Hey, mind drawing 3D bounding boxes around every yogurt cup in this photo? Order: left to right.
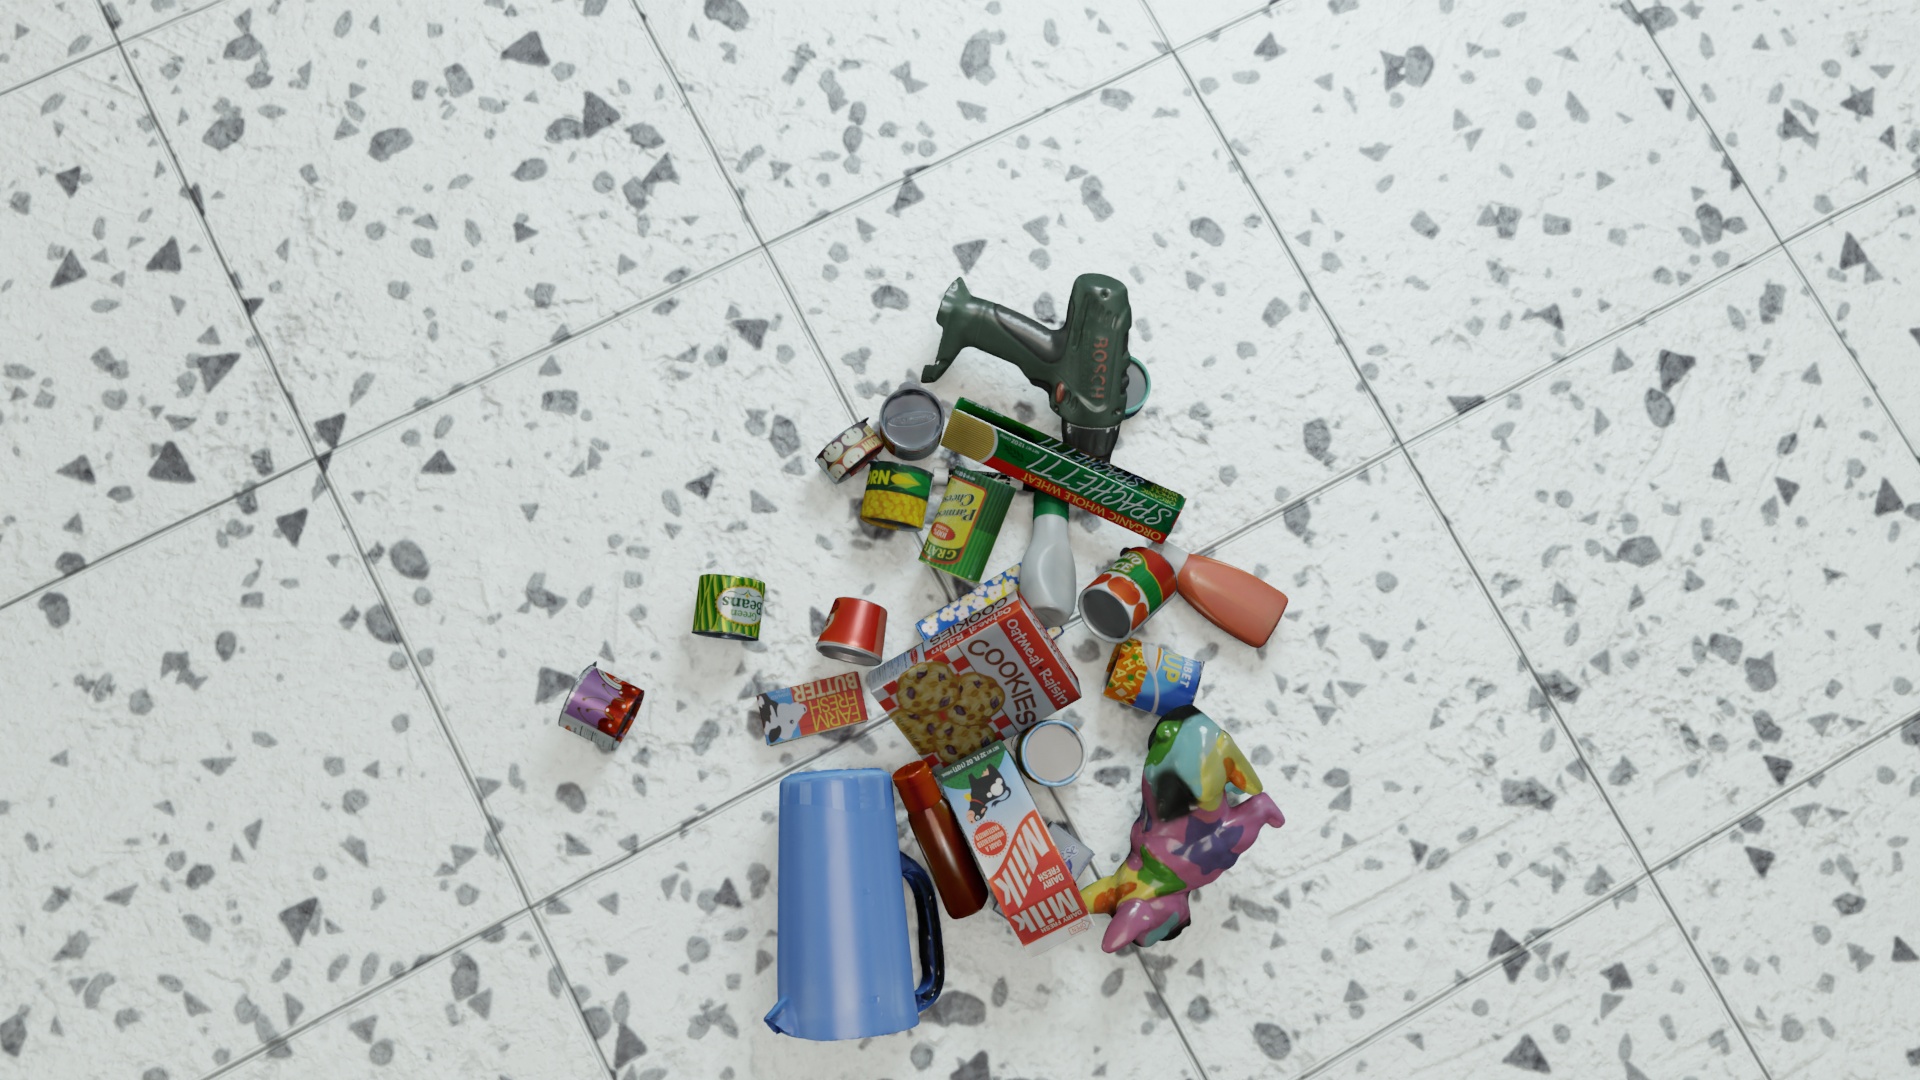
[{"bbox_3d":[-0.104,0.089,1.374,0.072,0.072,0.054,14,73,-1],"label":"yogurt cup"}]

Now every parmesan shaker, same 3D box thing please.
[{"bbox_3d":[0.005,-0.017,1.388,0.071,0.071,0.103,21,92,0],"label":"parmesan shaker"}]

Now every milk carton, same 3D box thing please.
[{"bbox_3d":[0.054,0.294,1.322,0.072,0.073,0.191,-27,71,-1],"label":"milk carton"}]

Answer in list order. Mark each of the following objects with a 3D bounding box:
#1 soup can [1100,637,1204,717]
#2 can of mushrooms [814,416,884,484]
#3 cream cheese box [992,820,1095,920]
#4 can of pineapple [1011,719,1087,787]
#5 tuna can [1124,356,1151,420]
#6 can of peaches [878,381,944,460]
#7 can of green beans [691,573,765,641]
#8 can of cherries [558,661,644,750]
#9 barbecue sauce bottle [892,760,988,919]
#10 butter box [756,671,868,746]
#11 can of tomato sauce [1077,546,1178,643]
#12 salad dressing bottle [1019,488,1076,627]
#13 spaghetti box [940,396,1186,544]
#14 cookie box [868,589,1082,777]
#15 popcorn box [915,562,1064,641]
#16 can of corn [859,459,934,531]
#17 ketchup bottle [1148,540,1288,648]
[{"bbox_3d":[0.191,0.136,1.381,0.084,0.071,0.071,20,80,0],"label":"soup can"},{"bbox_3d":[-0.110,-0.090,1.400,0.071,0.071,0.033,-39,86,-8],"label":"can of mushrooms"},{"bbox_3d":[0.082,0.334,1.364,0.053,0.024,0.104,35,80,4],"label":"cream cheese box"},{"bbox_3d":[0.087,0.209,1.368,0.071,0.058,0.071,0,81,-3],"label":"can of pineapple"},{"bbox_3d":[0.166,-0.160,1.446,0.071,0.033,0.071,0,81,-3],"label":"tuna can"},{"bbox_3d":[-0.050,-0.120,1.414,0.071,0.058,0.071,0,81,-3],"label":"can of peaches"},{"bbox_3d":[-0.228,0.066,1.368,0.071,0.071,0.058,6,80,-2],"label":"can of green beans"},{"bbox_3d":[-0.346,0.160,1.345,0.058,0.071,0.071,25,81,1],"label":"can of cherries"},{"bbox_3d":[-0.020,0.283,1.328,0.043,0.065,0.148,-22,100,6],"label":"barbecue sauce bottle"},{"bbox_3d":[-0.146,0.166,1.378,0.103,0.024,0.053,-14,83,-5],"label":"butter box"},{"bbox_3d":[0.164,0.052,1.377,0.071,0.071,0.083,49,50,5],"label":"can of tomato sauce"},{"bbox_3d":[0.088,0.014,1.382,0.064,0.044,0.148,35,46,-36],"label":"salad dressing bottle"},{"bbox_3d":[0.102,-0.070,1.385,0.250,0.049,0.029,24,40,3],"label":"spaghetti box"},{"bbox_3d":[0.015,0.138,1.336,0.167,0.040,0.122,-30,117,8],"label":"cookie box"},{"bbox_3d":[0.029,0.089,1.394,0.127,0.038,0.085,-30,85,-8],"label":"popcorn box"},{"bbox_3d":[-0.066,-0.044,1.395,0.071,0.071,0.058,11,81,-2],"label":"can of corn"},{"bbox_3d":[0.255,0.047,1.412,0.149,0.043,0.065,31,79,2],"label":"ketchup bottle"}]
